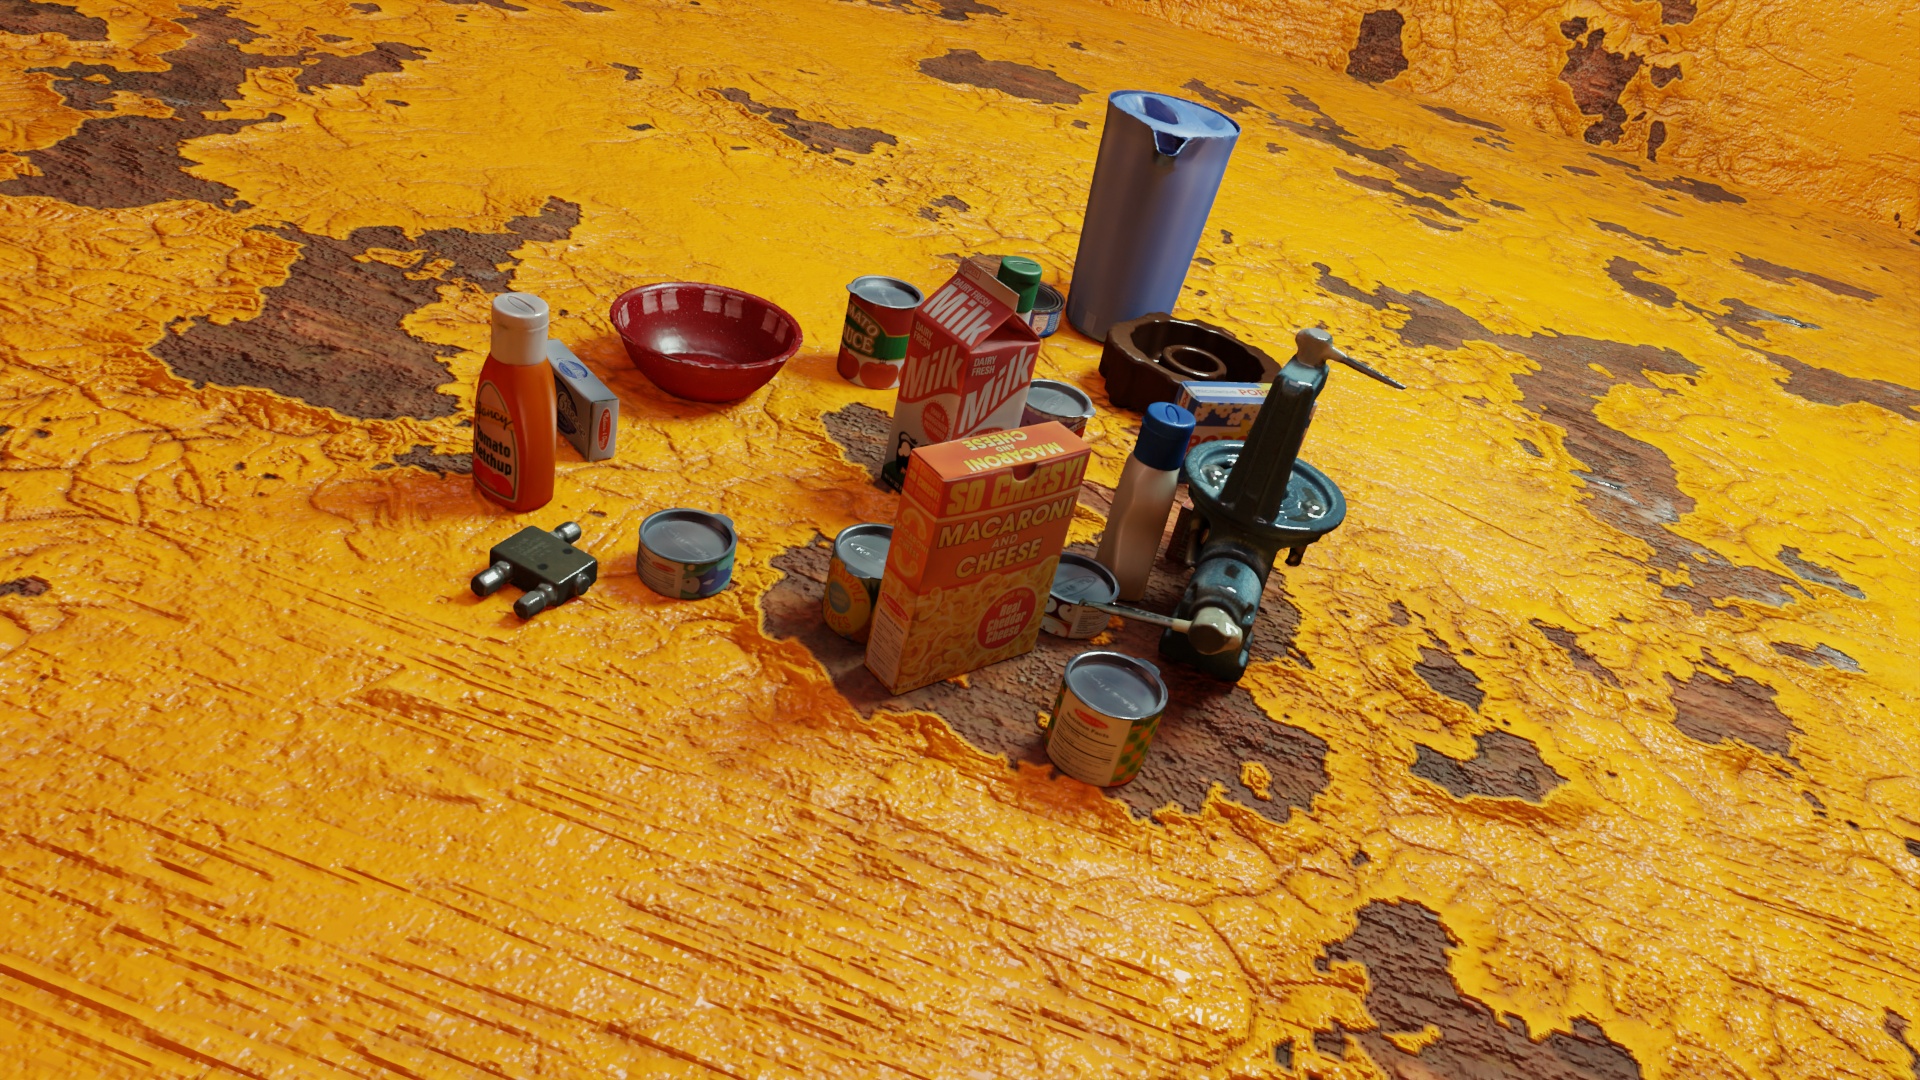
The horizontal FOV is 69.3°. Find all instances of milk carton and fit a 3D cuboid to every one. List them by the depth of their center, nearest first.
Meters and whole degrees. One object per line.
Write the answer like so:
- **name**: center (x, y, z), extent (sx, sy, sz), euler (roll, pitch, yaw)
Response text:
- **milk carton**: center (0.002, -0.117, 1.070), extent (0.074, 0.189, 0.072), euler (-14, 42, -38)

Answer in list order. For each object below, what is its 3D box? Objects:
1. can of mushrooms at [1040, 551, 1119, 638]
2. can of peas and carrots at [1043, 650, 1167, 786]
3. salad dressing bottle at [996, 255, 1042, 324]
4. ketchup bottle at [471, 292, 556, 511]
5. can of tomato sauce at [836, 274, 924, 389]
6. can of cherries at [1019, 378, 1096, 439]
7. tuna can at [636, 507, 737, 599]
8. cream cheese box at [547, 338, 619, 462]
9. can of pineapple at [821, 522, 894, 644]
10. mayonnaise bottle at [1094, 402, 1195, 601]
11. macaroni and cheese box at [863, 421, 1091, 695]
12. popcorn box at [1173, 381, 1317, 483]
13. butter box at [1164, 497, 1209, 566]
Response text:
- **can of mushrooms**: center (0.078, 0.038, 1.007), extent (0.071, 0.033, 0.071), euler (10, 32, -6)
- **can of peas and carrots**: center (0.092, 0.111, 0.877), extent (0.071, 0.058, 0.071), euler (10, 32, -6)
- **salad dressing bottle**: center (0.036, -0.174, 1.211), extent (0.064, 0.146, 0.044), euler (-1, 35, -23)
- **ketchup bottle**: center (-0.305, -0.096, 0.956), extent (0.065, 0.148, 0.044), euler (31, 36, 25)
- **can of tomato sauce**: center (-0.075, -0.187, 1.248), extent (0.071, 0.082, 0.071), euler (10, 32, -6)
- **can of cherries**: center (0.076, -0.097, 1.192), extent (0.071, 0.058, 0.072), euler (10, 32, -6)
- **tuna can**: center (-0.186, 0.008, 0.950), extent (0.071, 0.032, 0.071), euler (10, 32, -6)
- **cream cheese box**: center (-0.298, -0.109, 1.067), extent (0.024, 0.053, 0.104), euler (-15, 42, -38)
- **can of pineapple**: center (-0.059, 0.030, 0.943), extent (0.071, 0.057, 0.071), euler (10, 32, -6)
- **mayonnaise bottle**: center (0.136, -0.030, 1.027), extent (0.041, 0.147, 0.065), euler (10, 32, -7)
- **macaroni and cheese box**: center (0.011, 0.011, 0.898), extent (0.124, 0.165, 0.040), euler (-14, 42, -38)
- **popcorn box**: center (0.243, -0.095, 1.229), extent (0.127, 0.084, 0.038), euler (-1, 35, -23)
- **butter box**: center (0.202, -0.022, 1.131), extent (0.024, 0.052, 0.104), euler (27, 34, 19)
